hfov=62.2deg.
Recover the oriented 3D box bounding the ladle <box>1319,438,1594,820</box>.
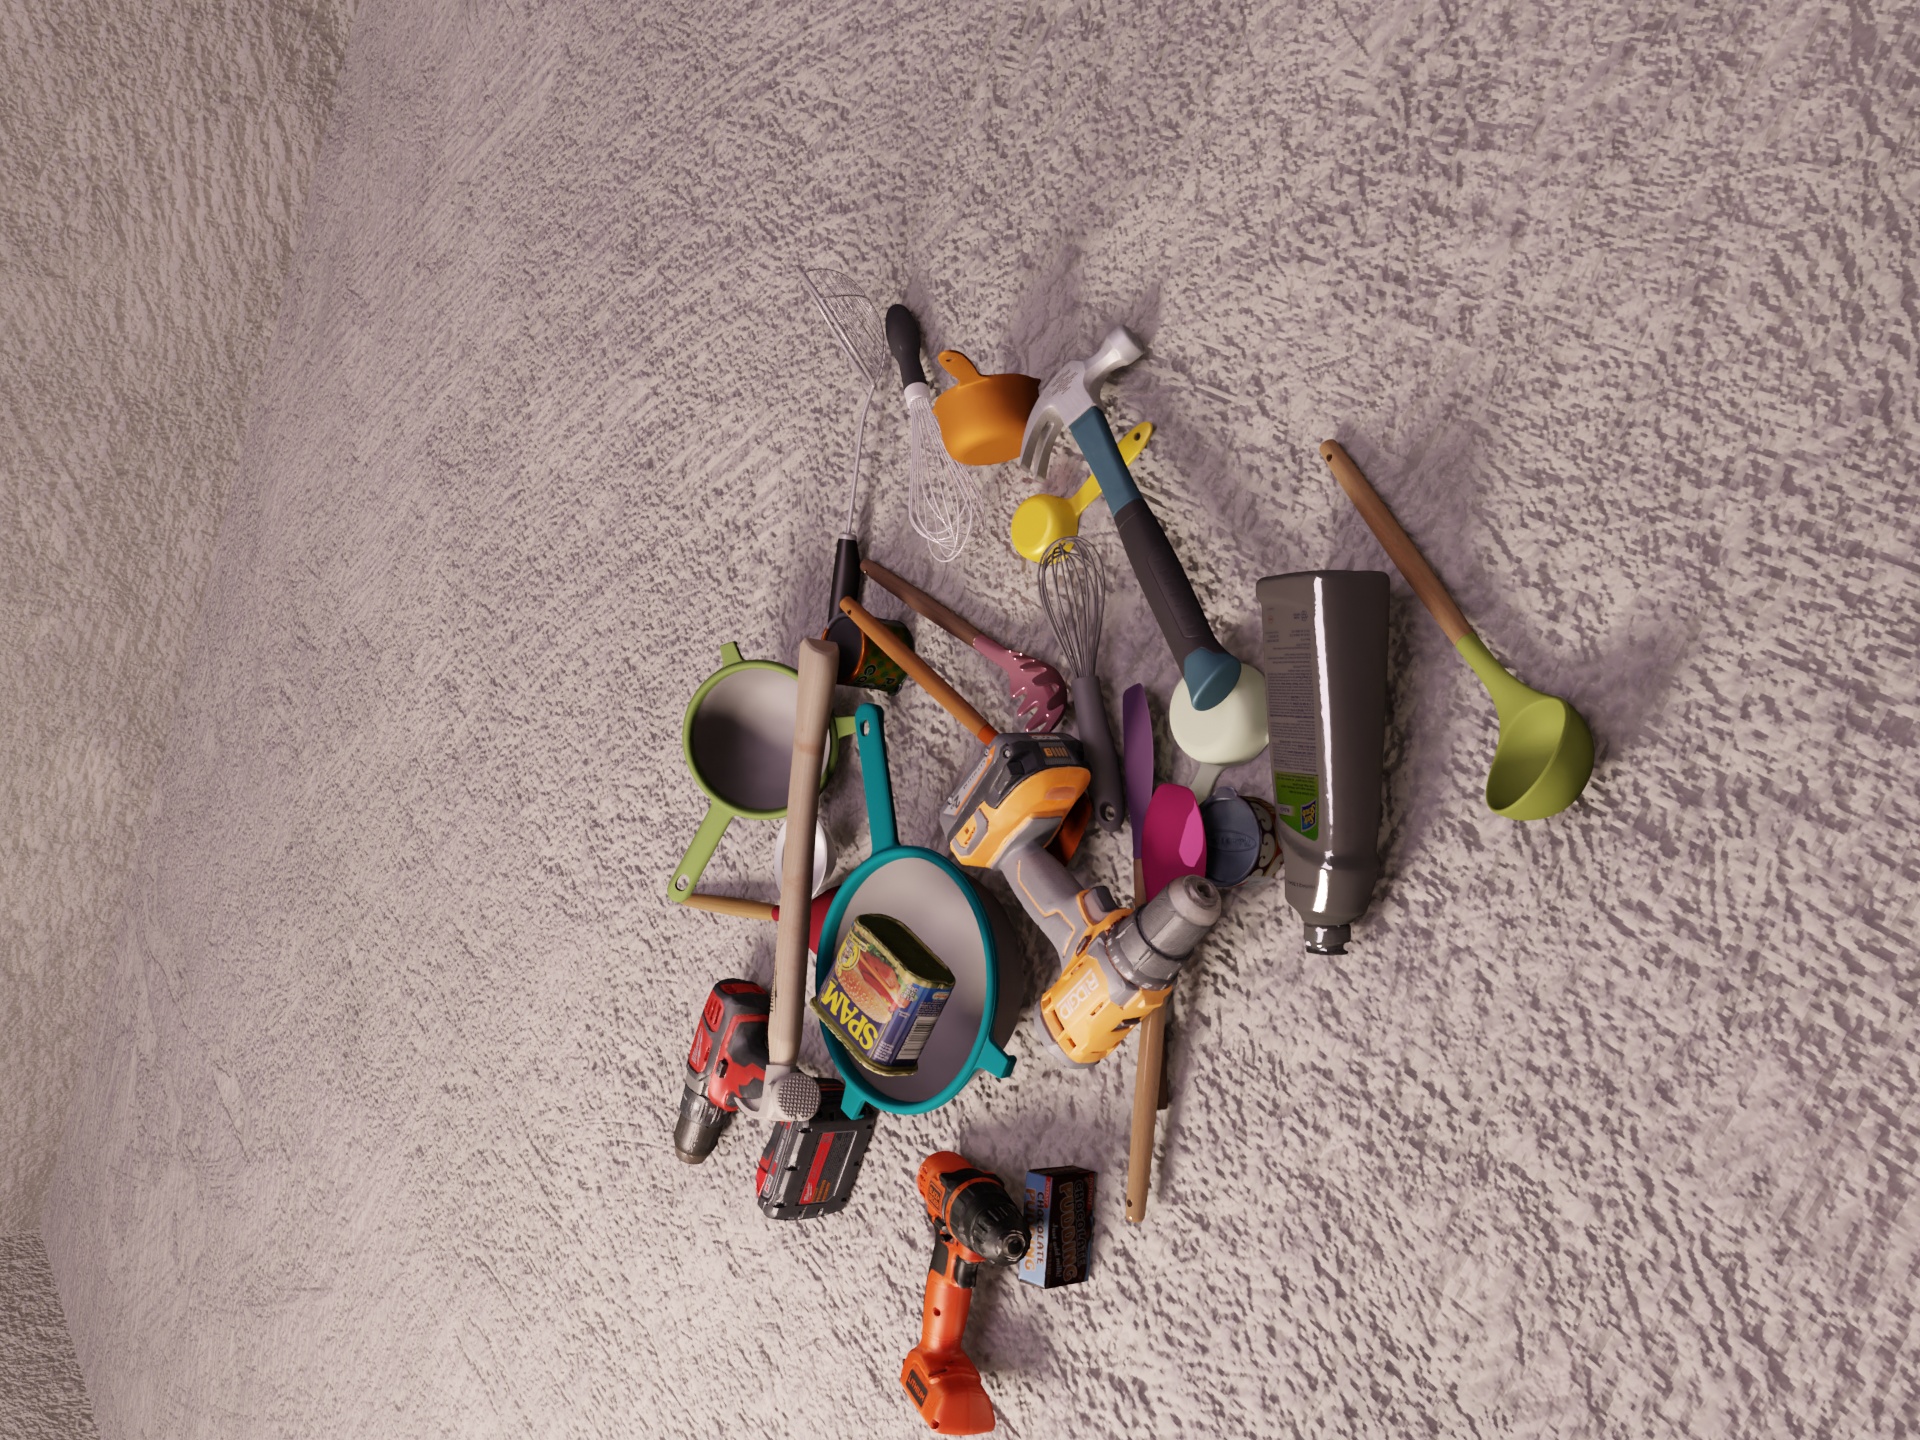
[{"bbox_3d":[0.302,-0.071,1.021,0.078,0.062,0.320,-58,44,40],"label":"ladle"}]

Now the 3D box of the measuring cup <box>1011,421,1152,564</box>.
[{"bbox_3d":[0.095,-0.186,1.274,0.156,0.029,0.062,-45,54,35],"label":"measuring cup"}]

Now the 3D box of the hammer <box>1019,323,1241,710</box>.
[{"bbox_3d":[0.133,-0.148,1.191,0.128,0.033,0.331,-37,53,25],"label":"hammer"}]

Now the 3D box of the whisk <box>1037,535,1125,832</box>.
[{"bbox_3d":[0.100,-0.031,1.239,0.055,0.055,0.239,-19,75,44],"label":"whisk"}]

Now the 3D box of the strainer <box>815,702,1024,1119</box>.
[{"bbox_3d":[-0.028,0.150,1.311,0.211,0.095,0.341,-27,64,40],"label":"strainer"}]

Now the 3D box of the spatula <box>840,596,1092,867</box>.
[{"bbox_3d":[-0.002,-0.004,1.315,0.323,0.041,0.081,43,129,27],"label":"spatula"}]

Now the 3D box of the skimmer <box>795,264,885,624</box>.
[{"bbox_3d":[-0.127,-0.234,1.475,0.127,0.090,0.363,-109,26,-86],"label":"skimmer"}]

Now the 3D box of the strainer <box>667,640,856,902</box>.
[{"bbox_3d":[-0.206,0.059,1.511,0.151,0.069,0.256,31,103,4],"label":"strainer"}]

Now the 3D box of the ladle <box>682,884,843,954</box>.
[{"bbox_3d":[-0.187,0.181,1.518,0.315,0.031,0.069,-2,63,51],"label":"ladle"}]

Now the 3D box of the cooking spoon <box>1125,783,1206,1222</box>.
[{"bbox_3d":[0.140,0.204,1.147,0.069,0.017,0.319,9,95,55],"label":"cooking spoon"}]

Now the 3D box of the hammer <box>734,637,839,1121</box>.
[{"bbox_3d":[-0.142,0.132,1.363,0.146,0.038,0.411,150,126,-64],"label":"hammer"}]

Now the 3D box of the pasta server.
[{"bbox_3d":[-0.005,-0.075,1.360,0.316,0.040,0.060,37,143,45],"label":"pasta server"}]

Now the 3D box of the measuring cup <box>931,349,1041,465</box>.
[{"bbox_3d":[0.015,-0.249,1.274,0.095,0.173,0.052,-14,82,14],"label":"measuring cup"}]

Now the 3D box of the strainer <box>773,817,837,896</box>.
[{"bbox_3d":[-0.136,0.057,1.442,0.087,0.050,0.258,5,95,51],"label":"strainer"}]

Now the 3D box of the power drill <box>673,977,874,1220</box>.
[{"bbox_3d":[-0.188,0.368,1.466,0.227,0.080,0.188,32,108,47],"label":"power drill"}]

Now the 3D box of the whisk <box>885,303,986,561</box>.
[{"bbox_3d":[-0.032,-0.260,1.405,0.070,0.070,0.285,-38,53,37],"label":"whisk"}]

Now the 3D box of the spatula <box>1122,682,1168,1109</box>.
[{"bbox_3d":[0.139,0.129,1.186,0.060,0.018,0.316,149,120,-73],"label":"spatula"}]

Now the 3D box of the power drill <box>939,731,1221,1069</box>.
[{"bbox_3d":[0.087,0.111,1.149,0.185,0.084,0.226,-54,50,37],"label":"power drill"}]

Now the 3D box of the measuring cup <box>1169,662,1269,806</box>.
[{"bbox_3d":[0.170,0.035,1.156,0.083,0.038,0.167,34,108,44],"label":"measuring cup"}]
